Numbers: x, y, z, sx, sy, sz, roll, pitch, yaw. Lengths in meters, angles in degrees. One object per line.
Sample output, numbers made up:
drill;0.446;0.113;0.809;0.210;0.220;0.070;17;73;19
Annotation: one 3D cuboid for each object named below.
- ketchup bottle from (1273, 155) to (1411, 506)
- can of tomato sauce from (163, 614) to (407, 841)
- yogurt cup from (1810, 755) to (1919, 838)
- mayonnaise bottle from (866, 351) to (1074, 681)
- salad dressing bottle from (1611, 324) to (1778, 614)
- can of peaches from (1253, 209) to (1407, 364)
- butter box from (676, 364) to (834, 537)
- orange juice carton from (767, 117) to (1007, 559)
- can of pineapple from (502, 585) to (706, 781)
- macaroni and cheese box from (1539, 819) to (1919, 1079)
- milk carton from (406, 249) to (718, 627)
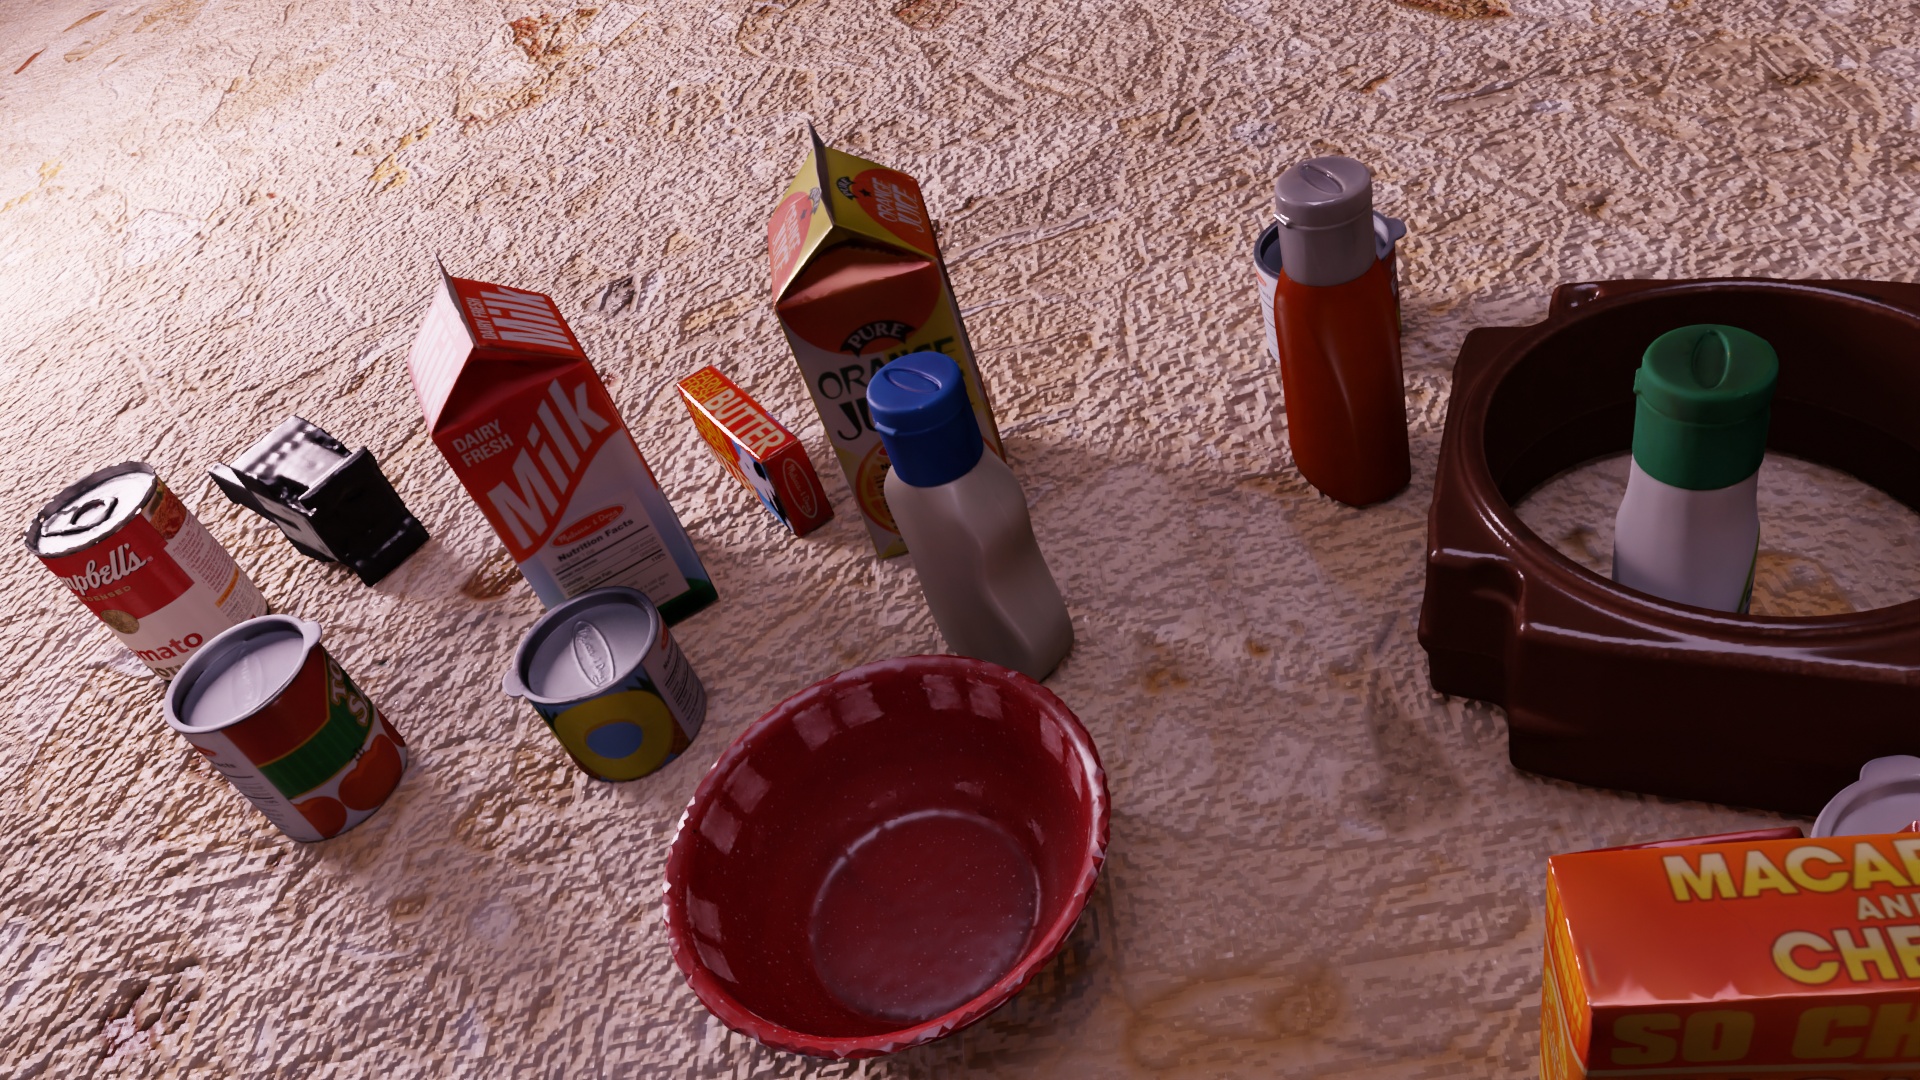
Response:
ketchup bottle;0.157;-0.086;0.579;0.043;0.148;0.065;-25;41;-5
can of tomato sauce;-0.298;0.084;0.623;0.071;0.082;0.071;-11;42;10
yogurt cup;0.278;0.108;0.396;0.072;0.053;0.073;-11;42;10
mayonnaise bottle;0.002;-0.007;0.555;0.065;0.147;0.041;24;57;38
salad dressing bottle;0.240;-0.002;0.458;0.044;0.147;0.064;6;48;27
can of peaches;0.182;-0.122;0.677;0.071;0.057;0.071;-11;42;10
butter box;-0.107;-0.047;0.712;0.024;0.053;0.104;-34;43;-16
orange juice carton;-0.034;-0.089;0.623;0.073;0.191;0.072;-16;41;4
can of pineapple;-0.154;0.063;0.608;0.071;0.057;0.071;-11;42;10
macaroni and cheese box;0.201;0.127;0.321;0.124;0.165;0.040;-8;43;14
milk carton;-0.186;-0.039;0.630;0.073;0.189;0.072;-29;42;-10
